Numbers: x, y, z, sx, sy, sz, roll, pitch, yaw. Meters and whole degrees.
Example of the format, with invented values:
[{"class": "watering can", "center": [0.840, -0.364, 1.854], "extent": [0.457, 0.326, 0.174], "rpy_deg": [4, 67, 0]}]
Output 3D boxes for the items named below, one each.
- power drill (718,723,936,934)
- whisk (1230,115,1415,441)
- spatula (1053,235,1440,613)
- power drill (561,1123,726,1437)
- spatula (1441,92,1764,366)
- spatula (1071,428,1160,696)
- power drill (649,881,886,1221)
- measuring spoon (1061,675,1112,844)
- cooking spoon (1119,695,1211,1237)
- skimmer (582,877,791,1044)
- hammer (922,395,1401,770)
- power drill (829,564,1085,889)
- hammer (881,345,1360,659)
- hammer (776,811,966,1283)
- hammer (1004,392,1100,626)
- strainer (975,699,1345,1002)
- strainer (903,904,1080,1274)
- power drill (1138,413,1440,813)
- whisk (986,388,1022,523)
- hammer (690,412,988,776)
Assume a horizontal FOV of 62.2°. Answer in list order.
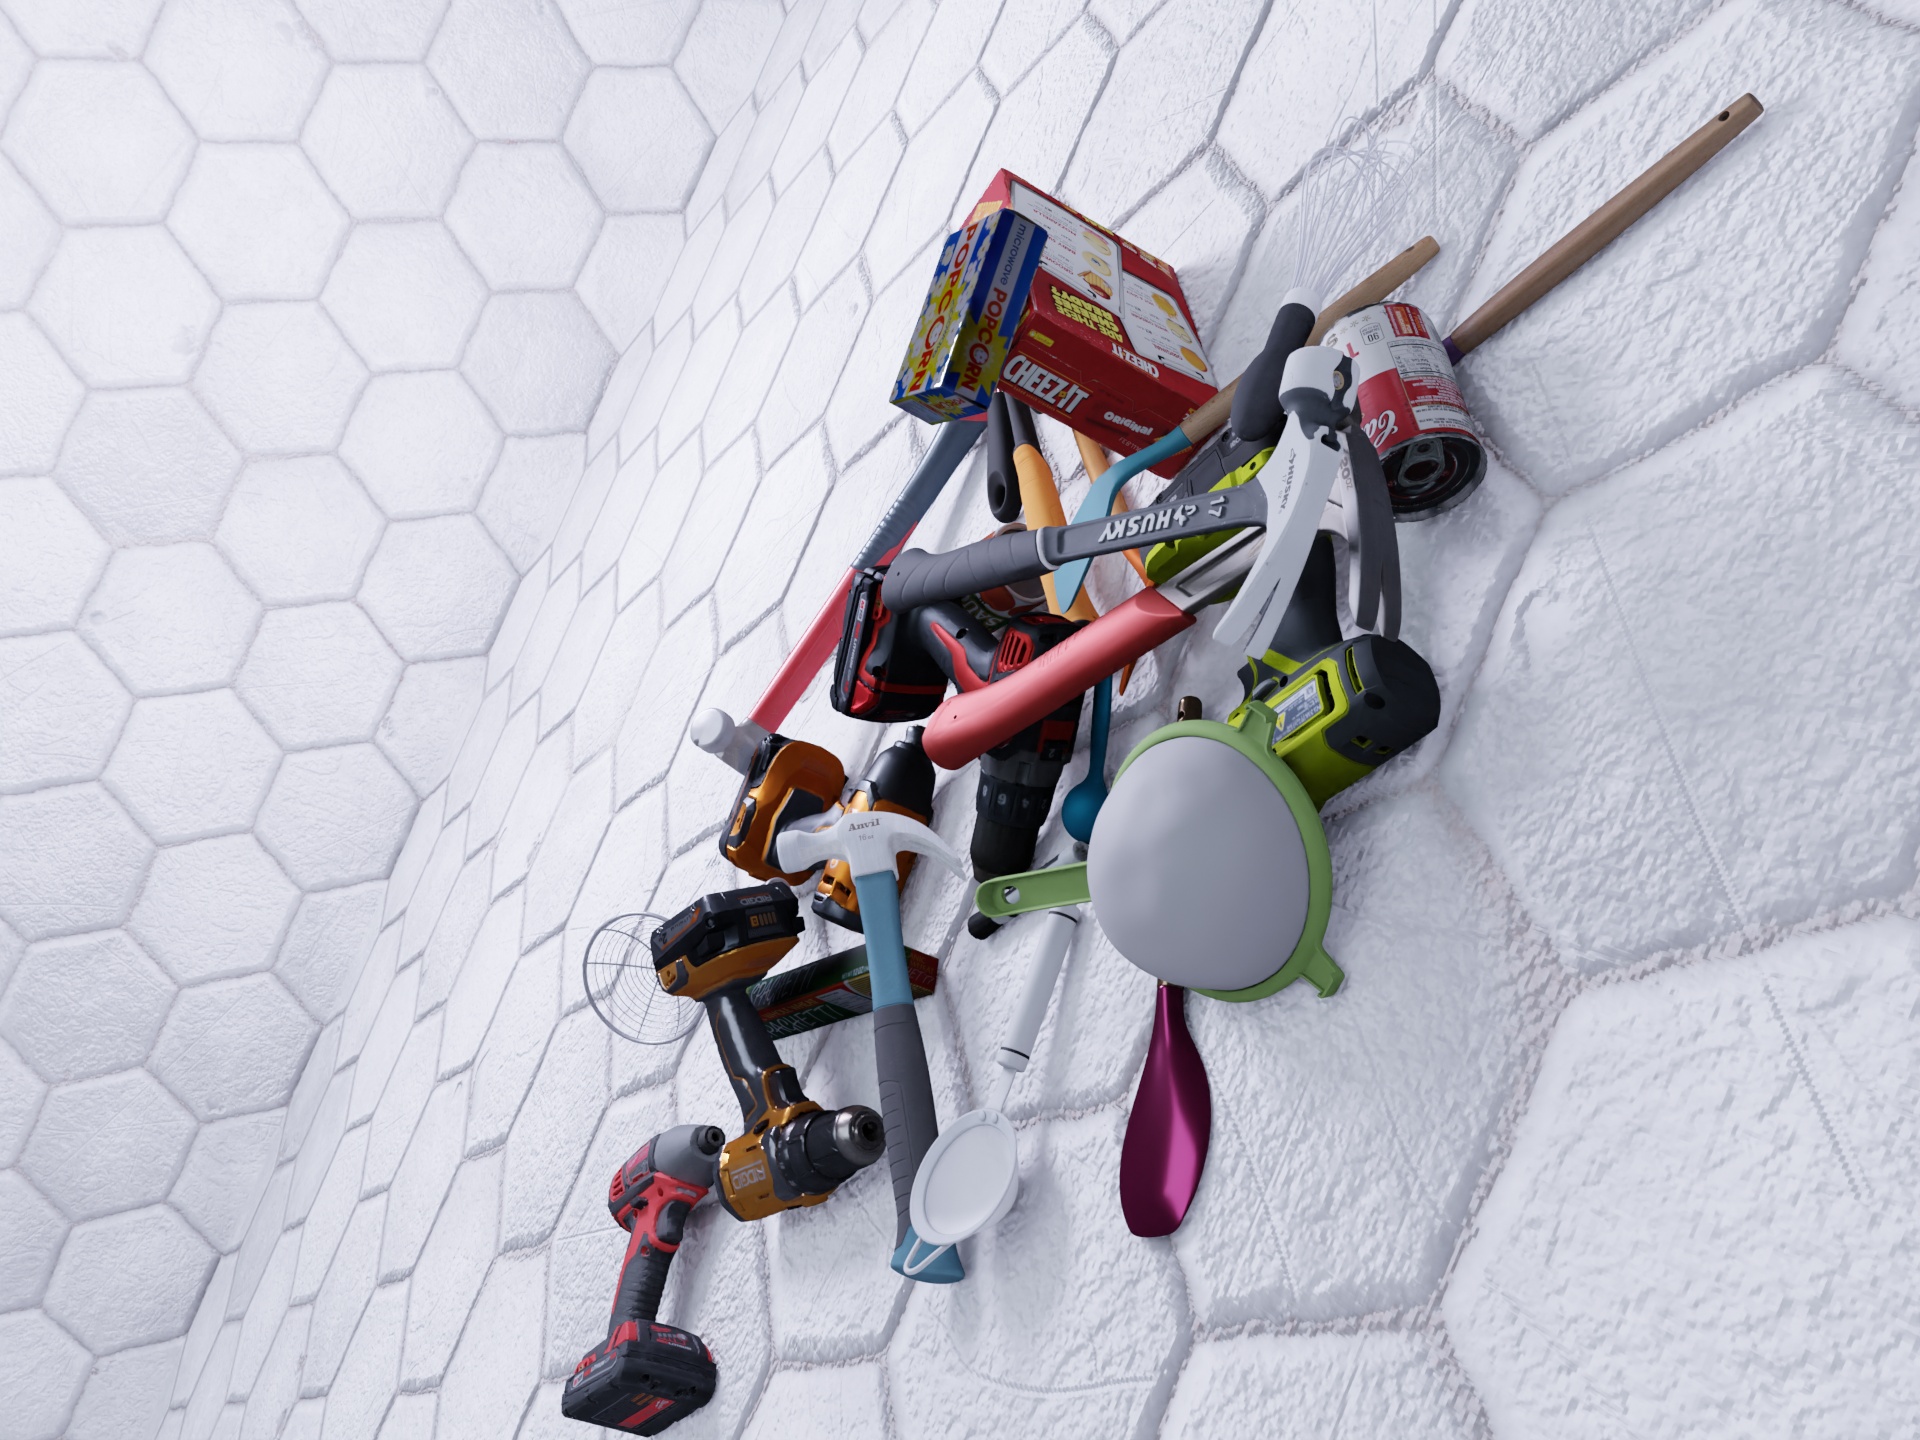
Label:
[{"class": "power drill", "center": [-0.100, 0.072, 1.279], "extent": [0.227, 0.084, 0.164], "rpy_deg": [12, 78, 58]}, {"class": "whisk", "center": [0.208, -0.262, 0.935], "extent": [0.070, 0.070, 0.285], "rpy_deg": [-27, 30, 52]}, {"class": "spatula", "center": [0.170, -0.190, 1.003], "extent": [0.317, 0.044, 0.082], "rpy_deg": [-37, 26, 19]}, {"class": "power drill", "center": [-0.234, 0.424, 1.239], "extent": [0.143, 0.078, 0.220], "rpy_deg": [-43, 32, 37]}, {"class": "spatula", "center": [0.293, -0.225, 0.872], "extent": [0.316, 0.018, 0.060], "rpy_deg": [-39, 47, 42]}, {"class": "spatula", "center": [0.105, -0.138, 1.117], "extent": [0.323, 0.041, 0.081], "rpy_deg": [-102, 19, -53]}, {"class": "power drill", "center": [-0.134, 0.233, 1.135], "extent": [0.185, 0.084, 0.226], "rpy_deg": [-35, 68, 48]}, {"class": "measuring spoon", "center": [0.081, 0.015, 1.026], "extent": [0.042, 0.021, 0.129], "rpy_deg": [170, 107, -65]}, {"class": "cooking spoon", "center": [0.120, 0.127, 0.898], "extent": [0.069, 0.017, 0.319], "rpy_deg": [-28, 45, 49]}, {"class": "skimmer", "center": [-0.233, 0.197, 1.343], "extent": [0.090, 0.127, 0.363], "rpy_deg": [-32, -2, -30]}, {"class": "hammer", "center": [0.095, -0.042, 0.898], "extent": [0.359, 0.036, 0.149], "rpy_deg": [-33, 49, 45]}, {"class": "power drill", "center": [-0.002, -0.004, 1.113], "extent": [0.227, 0.080, 0.188], "rpy_deg": [31, 114, 51]}, {"class": "hammer", "center": [0.062, -0.096, 0.913], "extent": [0.409, 0.036, 0.149], "rpy_deg": [-5, 67, 59]}, {"class": "hammer", "center": [-0.043, 0.204, 1.047], "extent": [0.033, 0.128, 0.331], "rpy_deg": [74, -176, -55]}, {"class": "hammer", "center": [0.053, -0.180, 1.183], "extent": [0.034, 0.127, 0.337], "rpy_deg": [-37, 43, 27]}, {"class": "strainer", "center": [0.078, 0.088, 0.859], "extent": [0.256, 0.069, 0.151], "rpy_deg": [-17, 85, 48]}, {"class": "strainer", "center": [0.031, 0.215, 0.965], "extent": [0.087, 0.050, 0.258], "rpy_deg": [-6, 58, 53]}, {"class": "power drill", "center": [0.168, -0.047, 0.890], "extent": [0.171, 0.080, 0.223], "rpy_deg": [-42, 39, 41]}, {"class": "whisk", "center": [0.032, -0.287, 1.362], "extent": [0.073, 0.073, 0.296], "rpy_deg": [-38, 44, 43]}, {"class": "hammer", "center": [-0.083, -0.113, 1.404], "extent": [0.038, 0.143, 0.386], "rpy_deg": [32, 86, 35]}]
